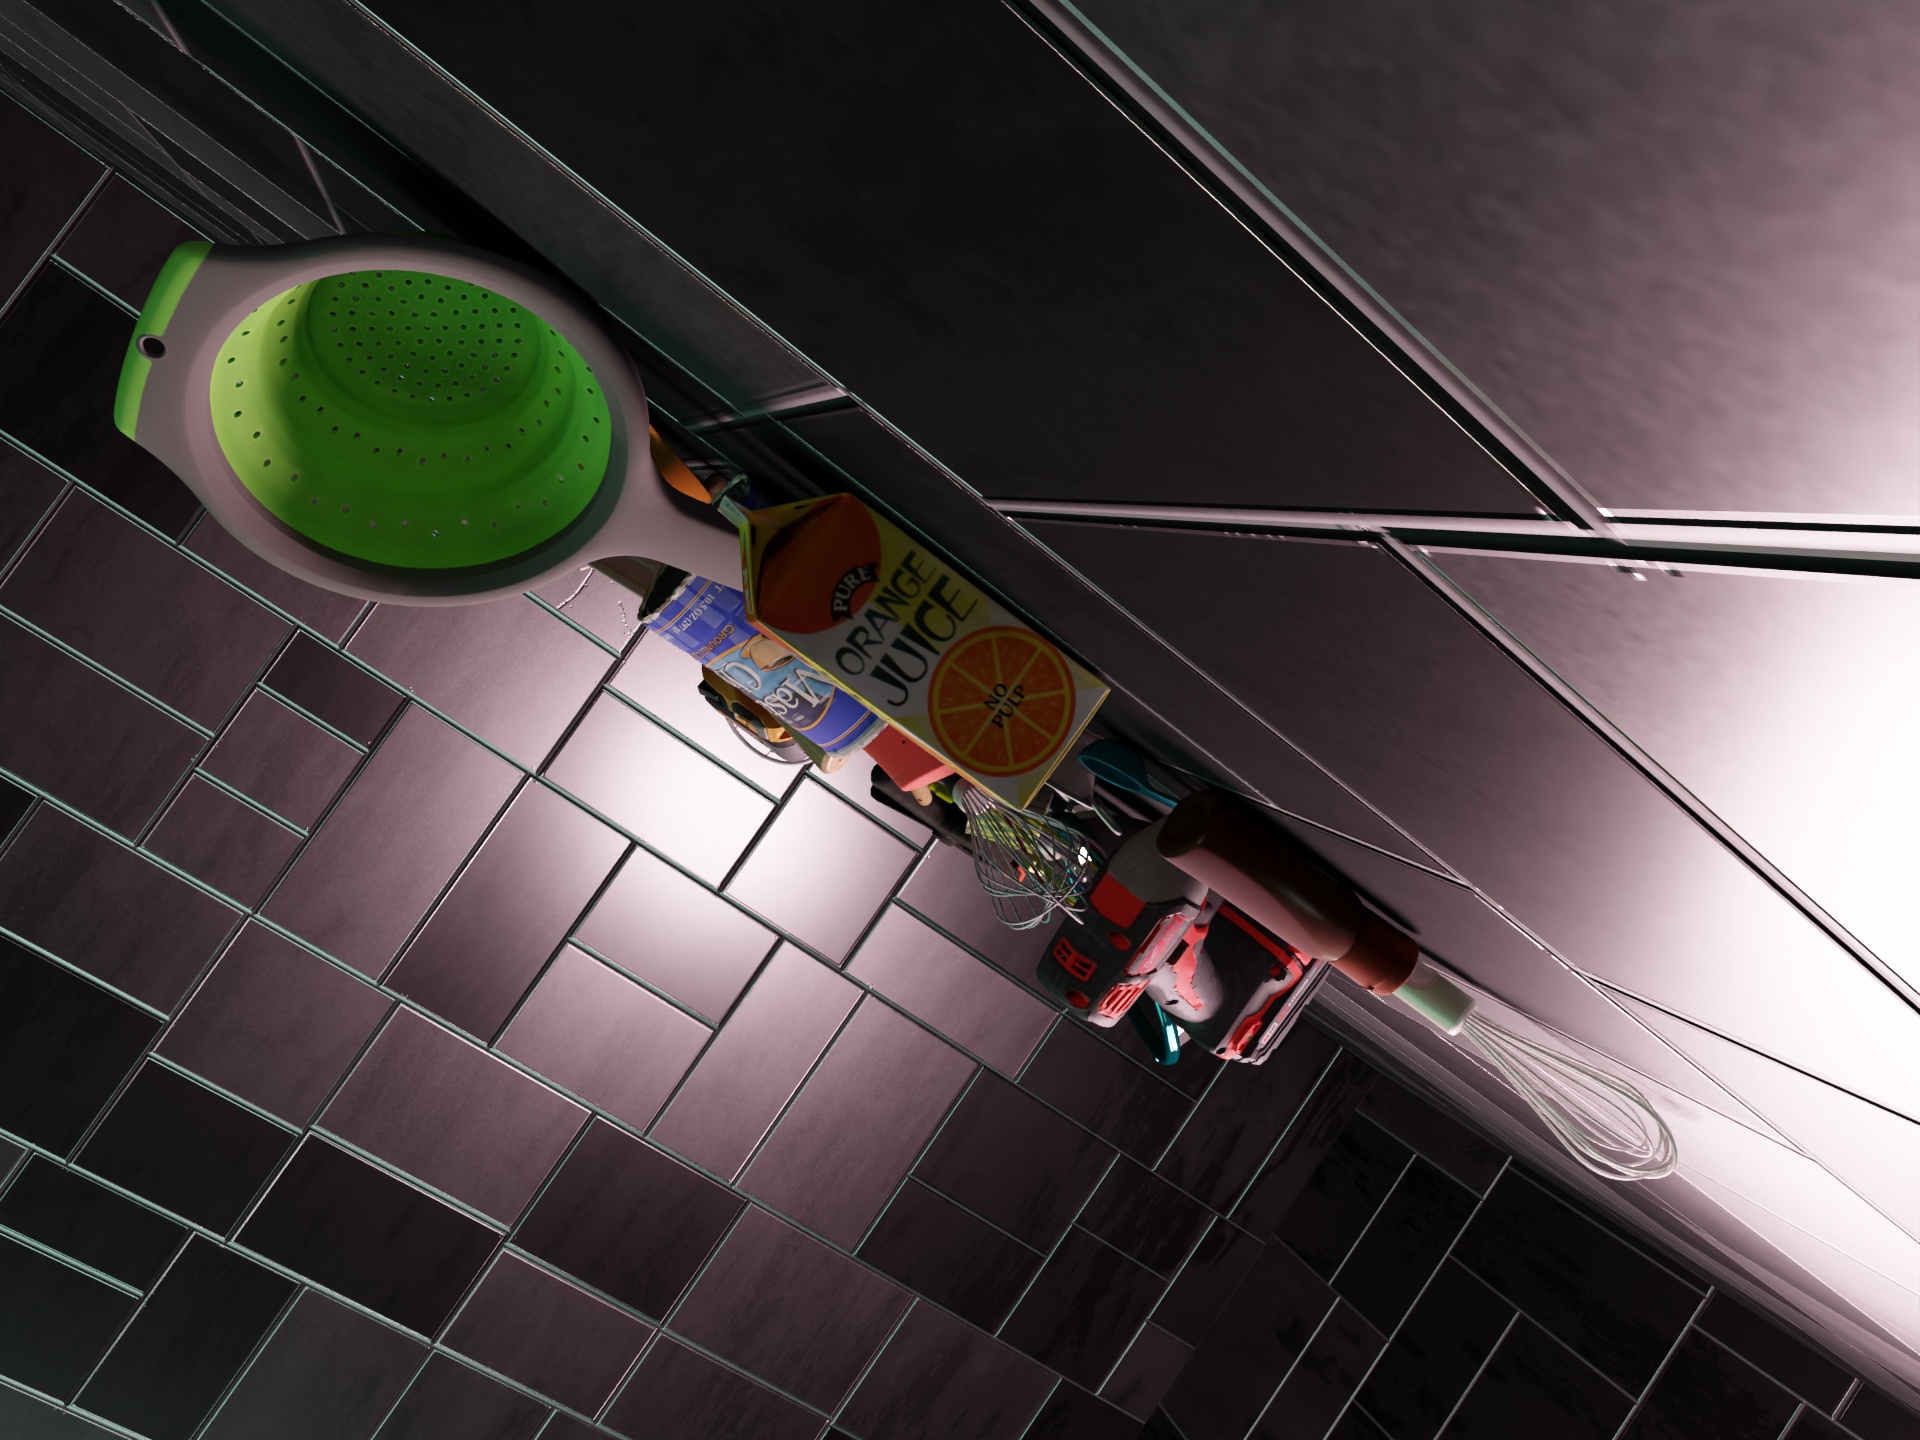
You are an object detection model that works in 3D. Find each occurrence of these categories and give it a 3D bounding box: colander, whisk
[{"bbox_3d":[-0.183,-0.133,0.776,0.396,0.204,0.095,19,-140,-31],"label":"colander"},{"bbox_3d":[0.039,0.067,1.148,0.245,0.047,0.051,44,153,42],"label":"whisk"},{"bbox_3d":[0.294,0.174,0.906,0.246,0.058,0.059,37,143,27],"label":"whisk"},{"bbox_3d":[0.017,0.059,1.000,0.070,0.070,0.285,36,-175,-23],"label":"whisk"}]

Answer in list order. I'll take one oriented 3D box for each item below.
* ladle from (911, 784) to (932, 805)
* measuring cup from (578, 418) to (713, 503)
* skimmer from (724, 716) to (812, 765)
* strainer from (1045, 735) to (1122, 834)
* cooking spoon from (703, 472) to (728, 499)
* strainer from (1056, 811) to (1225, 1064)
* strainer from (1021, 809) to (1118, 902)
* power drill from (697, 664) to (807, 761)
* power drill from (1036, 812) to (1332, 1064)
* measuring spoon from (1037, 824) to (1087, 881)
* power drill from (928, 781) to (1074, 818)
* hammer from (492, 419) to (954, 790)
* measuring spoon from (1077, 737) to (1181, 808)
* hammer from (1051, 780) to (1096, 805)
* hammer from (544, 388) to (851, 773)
[{"bbox_3d":[-0.066,0.008,1.236,0.078,0.062,0.319,20,160,21],"label":"ladle"},{"bbox_3d":[-0.201,-0.155,0.926,0.095,0.052,0.173,45,175,15],"label":"measuring cup"},{"bbox_3d":[-0.230,-0.093,1.302,0.127,0.090,0.362,-18,138,30],"label":"skimmer"},{"bbox_3d":[-0.002,-0.003,1.031,0.258,0.050,0.087,25,-176,17],"label":"strainer"},{"bbox_3d":[-0.061,-0.054,1.064,0.318,0.017,0.069,45,169,-34],"label":"cooking spoon"},{"bbox_3d":[0.159,0.136,1.187,0.340,0.095,0.211,93,154,-73],"label":"strainer"},{"bbox_3d":[0.181,0.152,1.413,0.256,0.069,0.151,31,-166,8],"label":"strainer"},{"bbox_3d":[-0.184,-0.090,1.210,0.185,0.084,0.226,33,156,36],"label":"power drill"},{"bbox_3d":[0.149,0.133,0.990,0.079,0.143,0.219,38,-174,39],"label":"power drill"},{"bbox_3d":[0.077,0.109,1.266,0.124,0.018,0.034,-138,26,-75],"label":"measuring spoon"},{"bbox_3d":[0.021,0.040,1.409,0.190,0.080,0.228,29,174,12],"label":"power drill"},{"bbox_3d":[-0.150,-0.071,1.019,0.359,0.149,0.036,31,174,11],"label":"hammer"},{"bbox_3d":[0.127,0.040,0.892,0.129,0.021,0.042,25,169,12],"label":"measuring spoon"},{"bbox_3d":[-0.045,-0.041,1.251,0.337,0.034,0.127,33,177,30],"label":"hammer"},{"bbox_3d":[-0.188,-0.084,1.088,0.331,0.031,0.130,45,149,20],"label":"hammer"}]
